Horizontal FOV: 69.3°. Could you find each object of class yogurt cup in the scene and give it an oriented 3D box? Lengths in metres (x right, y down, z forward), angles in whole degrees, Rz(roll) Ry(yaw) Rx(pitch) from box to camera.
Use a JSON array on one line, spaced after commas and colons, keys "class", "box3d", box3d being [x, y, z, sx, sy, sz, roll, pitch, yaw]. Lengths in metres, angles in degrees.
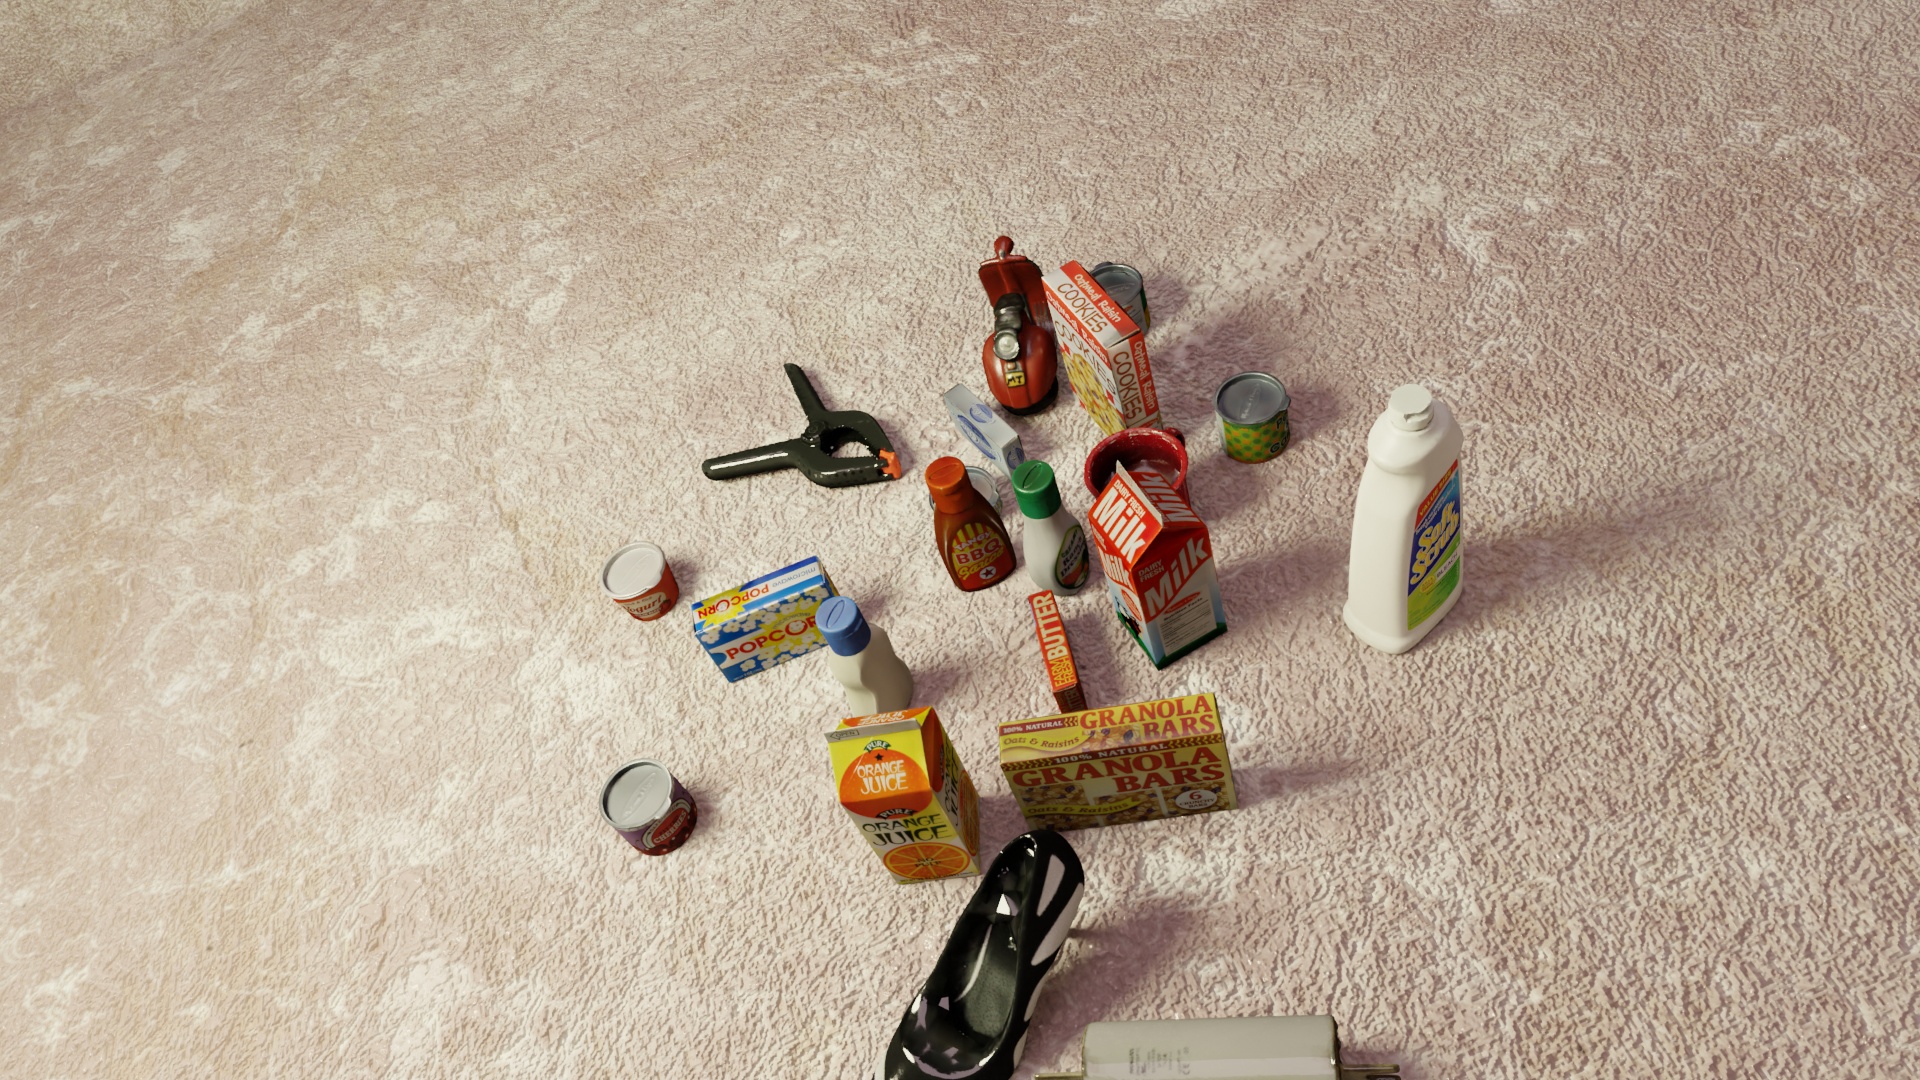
[{"class": "yogurt cup", "box3d": [-0.311, 0.042, 1.357, 0.072, 0.053, 0.073, -9, 51, 11]}]

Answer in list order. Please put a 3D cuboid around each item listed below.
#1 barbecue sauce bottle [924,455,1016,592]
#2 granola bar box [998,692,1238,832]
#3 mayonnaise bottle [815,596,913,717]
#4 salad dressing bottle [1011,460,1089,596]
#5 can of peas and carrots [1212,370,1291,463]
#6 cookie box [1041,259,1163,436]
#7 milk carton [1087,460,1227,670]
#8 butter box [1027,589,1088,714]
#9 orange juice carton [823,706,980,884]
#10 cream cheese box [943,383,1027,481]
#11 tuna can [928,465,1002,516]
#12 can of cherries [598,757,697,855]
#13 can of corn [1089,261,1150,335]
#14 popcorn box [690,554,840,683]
[{"class": "barbecue sauce bottle", "box3d": [0.004, -0.016, 1.239, 0.065, 0.148, 0.044, -25, 50, -2]}, {"class": "granola bar box", "box3d": [0.123, 0.173, 1.068, 0.165, 0.123, 0.039, -10, 51, 11]}, {"class": "mayonnaise bottle", "box3d": [-0.082, 0.102, 1.174, 0.041, 0.147, 0.065, 11, 58, 26]}, {"class": "salad dressing bottle", "box3d": [0.077, -0.010, 1.212, 0.044, 0.147, 0.064, 20, 62, 30]}, {"class": "can of peas and carrots", "box3d": [0.273, -0.114, 1.288, 0.071, 0.058, 0.071, -9, 51, 11]}, {"class": "cookie box", "box3d": [0.137, -0.165, 1.301, 0.040, 0.166, 0.123, -30, 50, -6]}, {"class": "milk carton", "box3d": [0.160, 0.016, 1.136, 0.073, 0.189, 0.072, -29, 50, -6]}, {"class": "butter box", "box3d": [0.083, 0.098, 1.187, 0.024, 0.053, 0.104, -17, 50, 5]}, {"class": "orange juice carton", "box3d": [-0.041, 0.189, 1.064, 0.072, 0.191, 0.073, -10, 51, 11]}, {"class": "cream cheese box", "box3d": [0.026, -0.107, 1.366, 0.024, 0.053, 0.104, -36, 51, -11]}, {"class": "tuna can", "box3d": [0.008, -0.036, 1.329, 0.071, 0.032, 0.071, -9, 51, 11]}, {"class": "can of cherries", "box3d": [-0.265, 0.231, 1.191, 0.071, 0.058, 0.072, -9, 51, 11]}, {"class": "can of corn", "box3d": [0.158, -0.243, 1.427, 0.071, 0.058, 0.071, -9, 51, 11]}, {"class": "popcorn box", "box3d": [-0.171, 0.072, 1.267, 0.127, 0.085, 0.038, -22, 50, 1]}]
